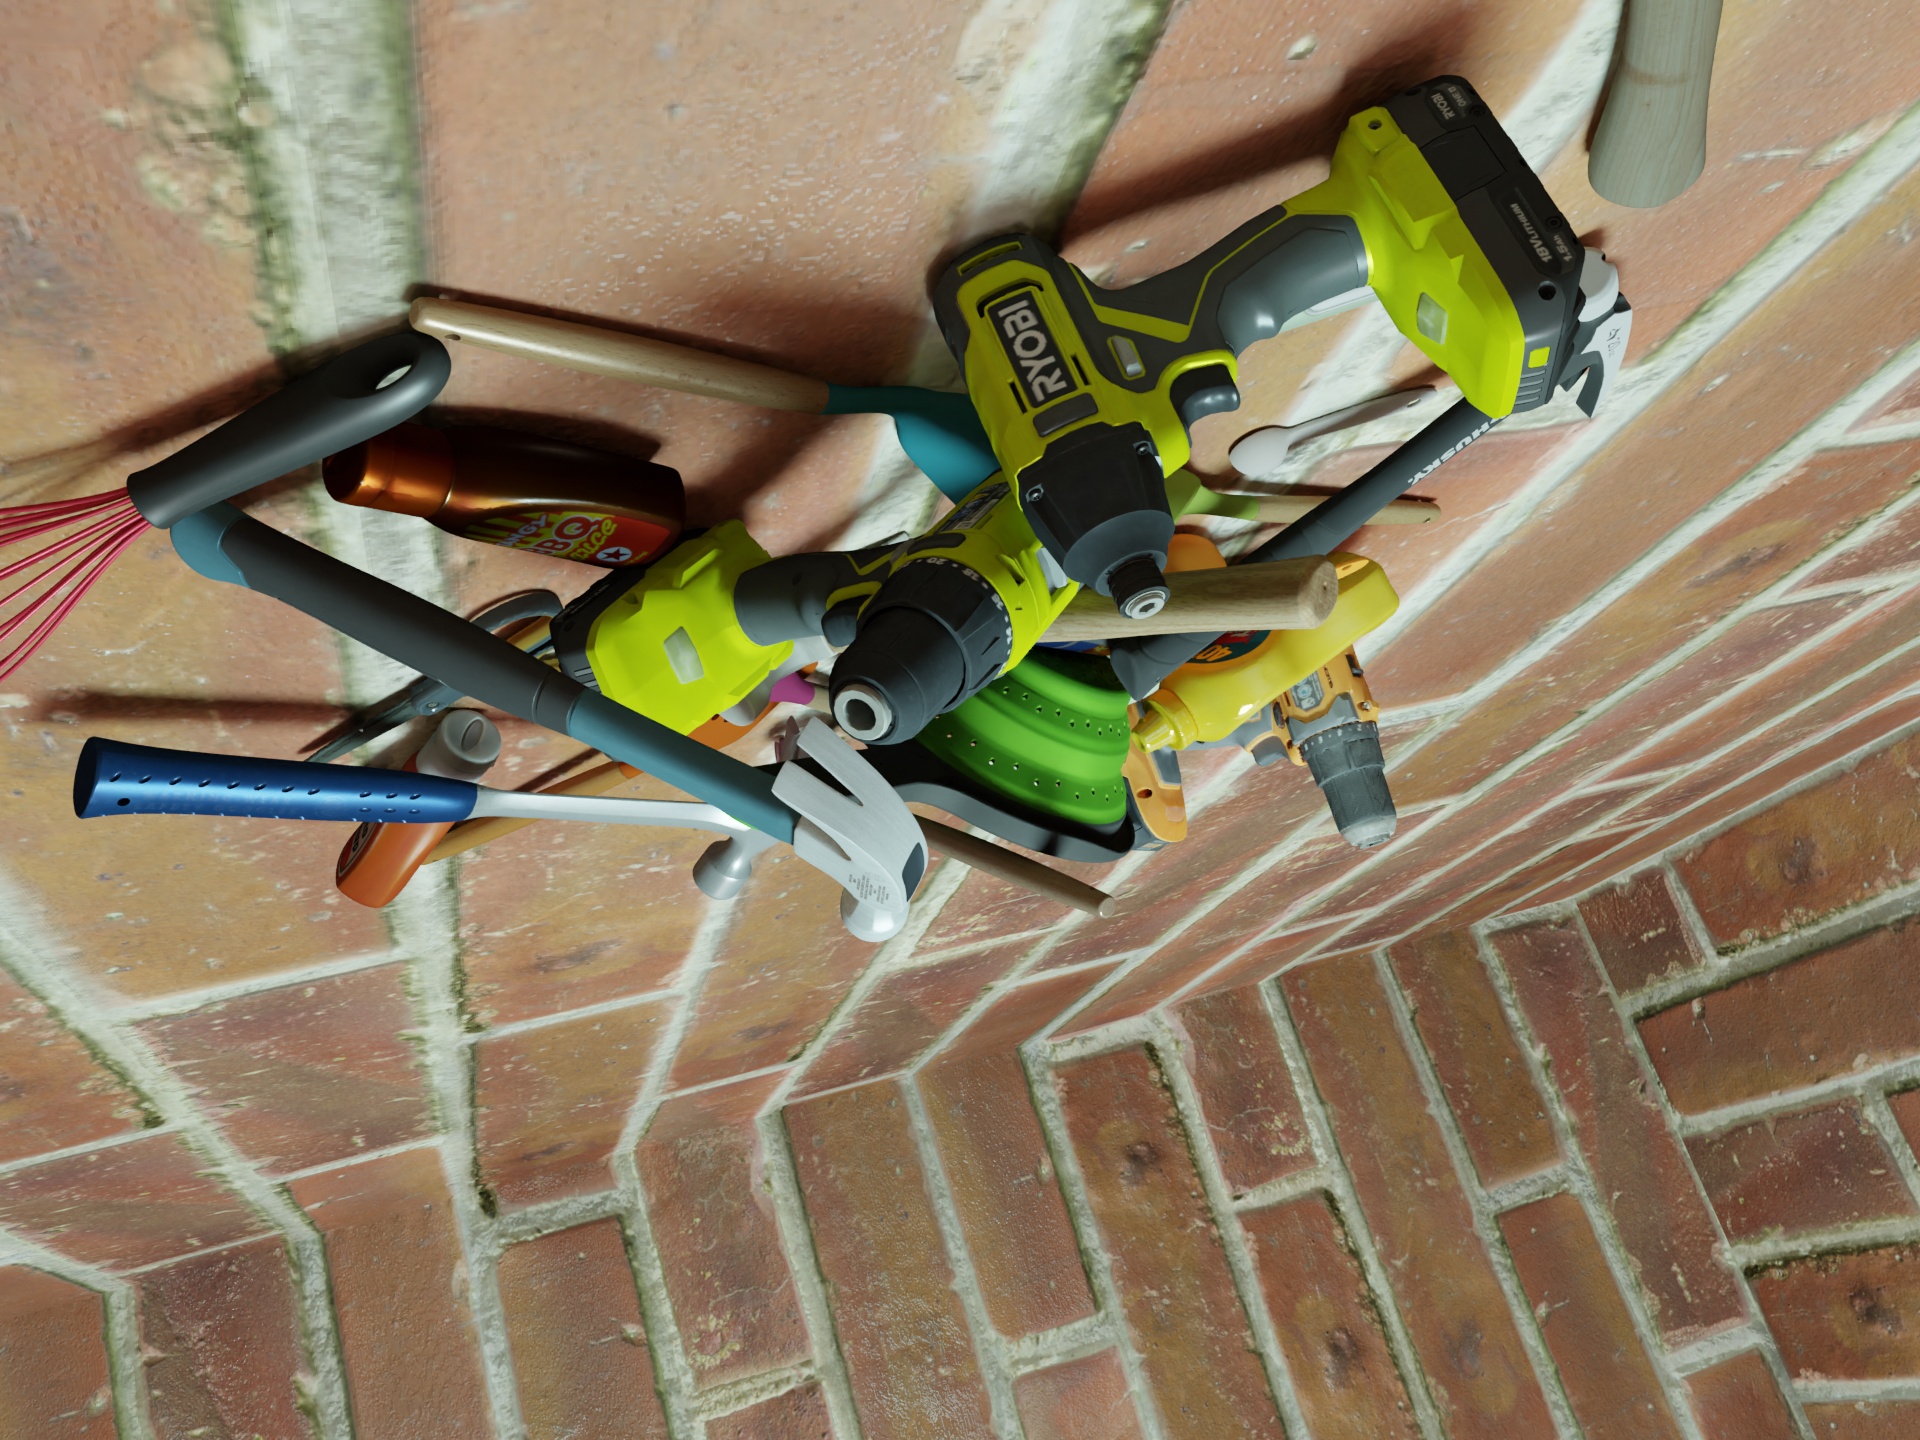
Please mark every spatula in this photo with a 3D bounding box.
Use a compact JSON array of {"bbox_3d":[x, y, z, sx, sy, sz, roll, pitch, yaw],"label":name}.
[{"bbox_3d":[-0.079,-0.132,0.678,0.317,0.044,0.082,3,167,-42],"label":"spatula"},{"bbox_3d":[-0.233,0.030,1.018,0.322,0.041,0.081,-22,164,24],"label":"spatula"}]

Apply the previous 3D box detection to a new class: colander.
[{"bbox_3d":[-0.001,-0.003,0.907,0.397,0.205,0.094,-8,130,-61],"label":"colander"}]

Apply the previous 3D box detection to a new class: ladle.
[{"bbox_3d":[0.195,-0.116,0.950,0.320,0.062,0.078,-5,153,-39],"label":"ladle"}]

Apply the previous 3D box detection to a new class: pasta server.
[{"bbox_3d":[-0.018,0.063,0.987,0.060,0.040,0.316,-1,-168,-40],"label":"pasta server"}]

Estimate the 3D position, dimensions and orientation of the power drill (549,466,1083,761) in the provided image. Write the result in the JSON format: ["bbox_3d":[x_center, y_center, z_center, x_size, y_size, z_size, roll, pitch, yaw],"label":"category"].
[{"bbox_3d":[-0.065,-0.041,0.697,0.228,0.080,0.191,-7,-154,32],"label":"power drill"}]

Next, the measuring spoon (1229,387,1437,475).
[{"bbox_3d":[0.212,-0.162,0.894,0.124,0.018,0.034,-18,161,-3],"label":"measuring spoon"}]

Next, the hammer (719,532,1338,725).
[{"bbox_3d":[0.026,-0.052,0.766,0.331,0.031,0.130,-2,-142,40],"label":"hammer"}]

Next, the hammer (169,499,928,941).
[{"bbox_3d":[-0.165,-0.008,0.640,0.331,0.033,0.128,25,155,4],"label":"hammer"}]

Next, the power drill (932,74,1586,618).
[{"bbox_3d":[0.118,-0.146,0.629,0.223,0.171,0.080,-23,155,3],"label":"power drill"}]

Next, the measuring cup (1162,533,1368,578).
[{"bbox_3d":[0.166,-0.092,0.996,0.173,0.052,0.095,-18,161,-4],"label":"measuring cup"}]

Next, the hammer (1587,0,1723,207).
[{"bbox_3d":[0.253,-0.296,0.539,0.146,0.038,0.410,-25,160,16],"label":"hammer"}]

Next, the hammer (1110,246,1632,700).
[{"bbox_3d":[0.222,-0.119,0.888,0.334,0.035,0.146,-38,158,14],"label":"hammer"}]

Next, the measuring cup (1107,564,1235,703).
[{"bbox_3d":[0.137,-0.053,1.090,0.083,0.038,0.167,-1,157,-40],"label":"measuring cup"}]

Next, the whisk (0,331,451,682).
[{"bbox_3d":[-0.324,-0.074,0.602,0.296,0.073,0.073,-25,160,5],"label":"whisk"}]

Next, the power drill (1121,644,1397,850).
[{"bbox_3d":[0.201,0.030,1.162,0.226,0.185,0.084,-26,161,31],"label":"power drill"}]

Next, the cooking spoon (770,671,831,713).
[{"bbox_3d":[-0.085,-0.014,1.010,0.068,0.017,0.318,-46,157,12],"label":"cooking spoon"}]

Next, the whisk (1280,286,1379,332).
[{"bbox_3d":[0.122,-0.182,0.723,0.246,0.057,0.059,-20,-164,-8],"label":"whisk"}]

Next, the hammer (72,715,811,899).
[{"bbox_3d":[-0.262,0.041,0.885,0.405,0.035,0.144,7,133,-42],"label":"hammer"}]
